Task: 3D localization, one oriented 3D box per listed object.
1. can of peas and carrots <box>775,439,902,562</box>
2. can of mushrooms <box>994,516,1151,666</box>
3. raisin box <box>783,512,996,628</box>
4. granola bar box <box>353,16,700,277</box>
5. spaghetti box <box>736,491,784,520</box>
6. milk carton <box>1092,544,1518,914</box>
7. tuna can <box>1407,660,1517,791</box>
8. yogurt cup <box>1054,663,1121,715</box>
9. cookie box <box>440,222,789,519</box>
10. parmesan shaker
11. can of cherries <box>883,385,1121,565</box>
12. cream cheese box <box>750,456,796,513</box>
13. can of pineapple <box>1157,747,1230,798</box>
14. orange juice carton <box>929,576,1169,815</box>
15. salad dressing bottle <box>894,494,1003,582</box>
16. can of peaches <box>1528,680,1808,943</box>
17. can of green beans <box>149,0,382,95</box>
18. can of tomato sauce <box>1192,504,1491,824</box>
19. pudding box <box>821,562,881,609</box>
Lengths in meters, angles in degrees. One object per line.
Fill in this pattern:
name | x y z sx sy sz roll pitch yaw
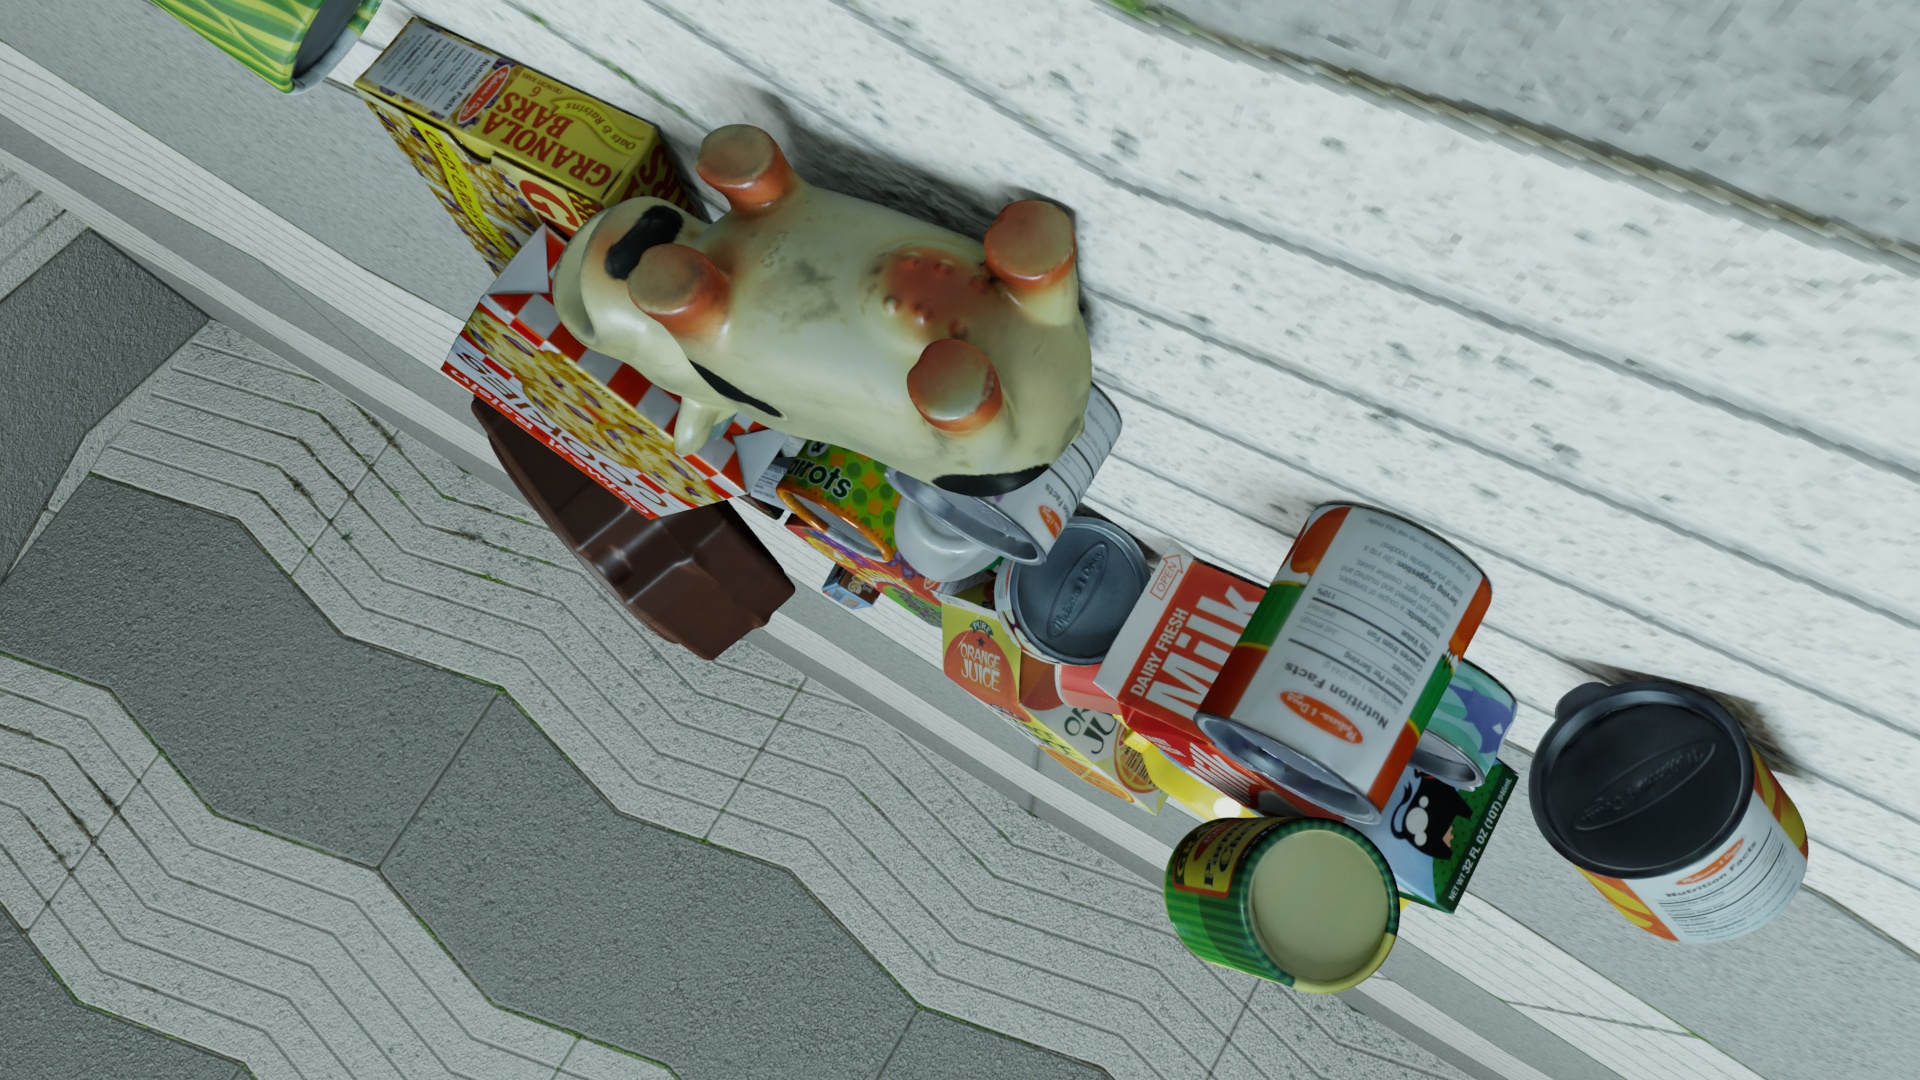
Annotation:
can of peas and carrots | -0.048 -0.032 0.667 0.071 0.059 0.071 30 168 7
can of mushrooms | 0.052 0.025 0.625 0.071 0.071 0.033 34 168 -8
raisin box | -0.040 0.009 0.868 0.123 0.040 0.086 35 169 -21
granola bar box | -0.157 -0.125 0.577 0.124 0.039 0.165 28 163 18
spaghetti box | -0.140 -0.050 0.841 0.050 0.029 0.249 30 174 3
milk carton | 0.145 0.082 0.612 0.190 0.072 0.073 35 167 -18
tuna can | 0.183 0.068 0.548 0.071 0.033 0.071 30 168 7
yogurt cup | 0.085 0.056 0.684 0.054 0.072 0.072 15 161 30
cookie box | -0.154 -0.065 0.603 0.123 0.040 0.167 38 162 -19
parmesan shaker | 0.133 0.146 0.576 0.071 0.071 0.103 32 165 0
can of cherries | 0.014 -0.033 0.502 0.071 0.058 0.071 30 169 7
cream cheese box | -0.065 -0.026 0.760 0.053 0.024 0.104 -7 -163 -40
can of pineapple | 0.142 0.097 0.713 0.071 0.058 0.071 31 168 7
orange juice carton | 0.061 0.084 0.831 0.072 0.073 0.192 17 161 51
salad dressing bottle | 0.002 -0.008 0.642 0.044 0.064 0.147 42 177 6
can of peaches | 0.224 0.085 0.442 0.058 0.071 0.071 40 166 -34
can of green beans | -0.227 -0.190 0.455 0.058 0.071 0.071 35 168 -16
can of tomato sauce | 0.125 0.040 0.457 0.071 0.083 0.071 30 168 7
pudding box | -0.067 0.020 0.951 0.030 0.050 0.083 32 168 -9
